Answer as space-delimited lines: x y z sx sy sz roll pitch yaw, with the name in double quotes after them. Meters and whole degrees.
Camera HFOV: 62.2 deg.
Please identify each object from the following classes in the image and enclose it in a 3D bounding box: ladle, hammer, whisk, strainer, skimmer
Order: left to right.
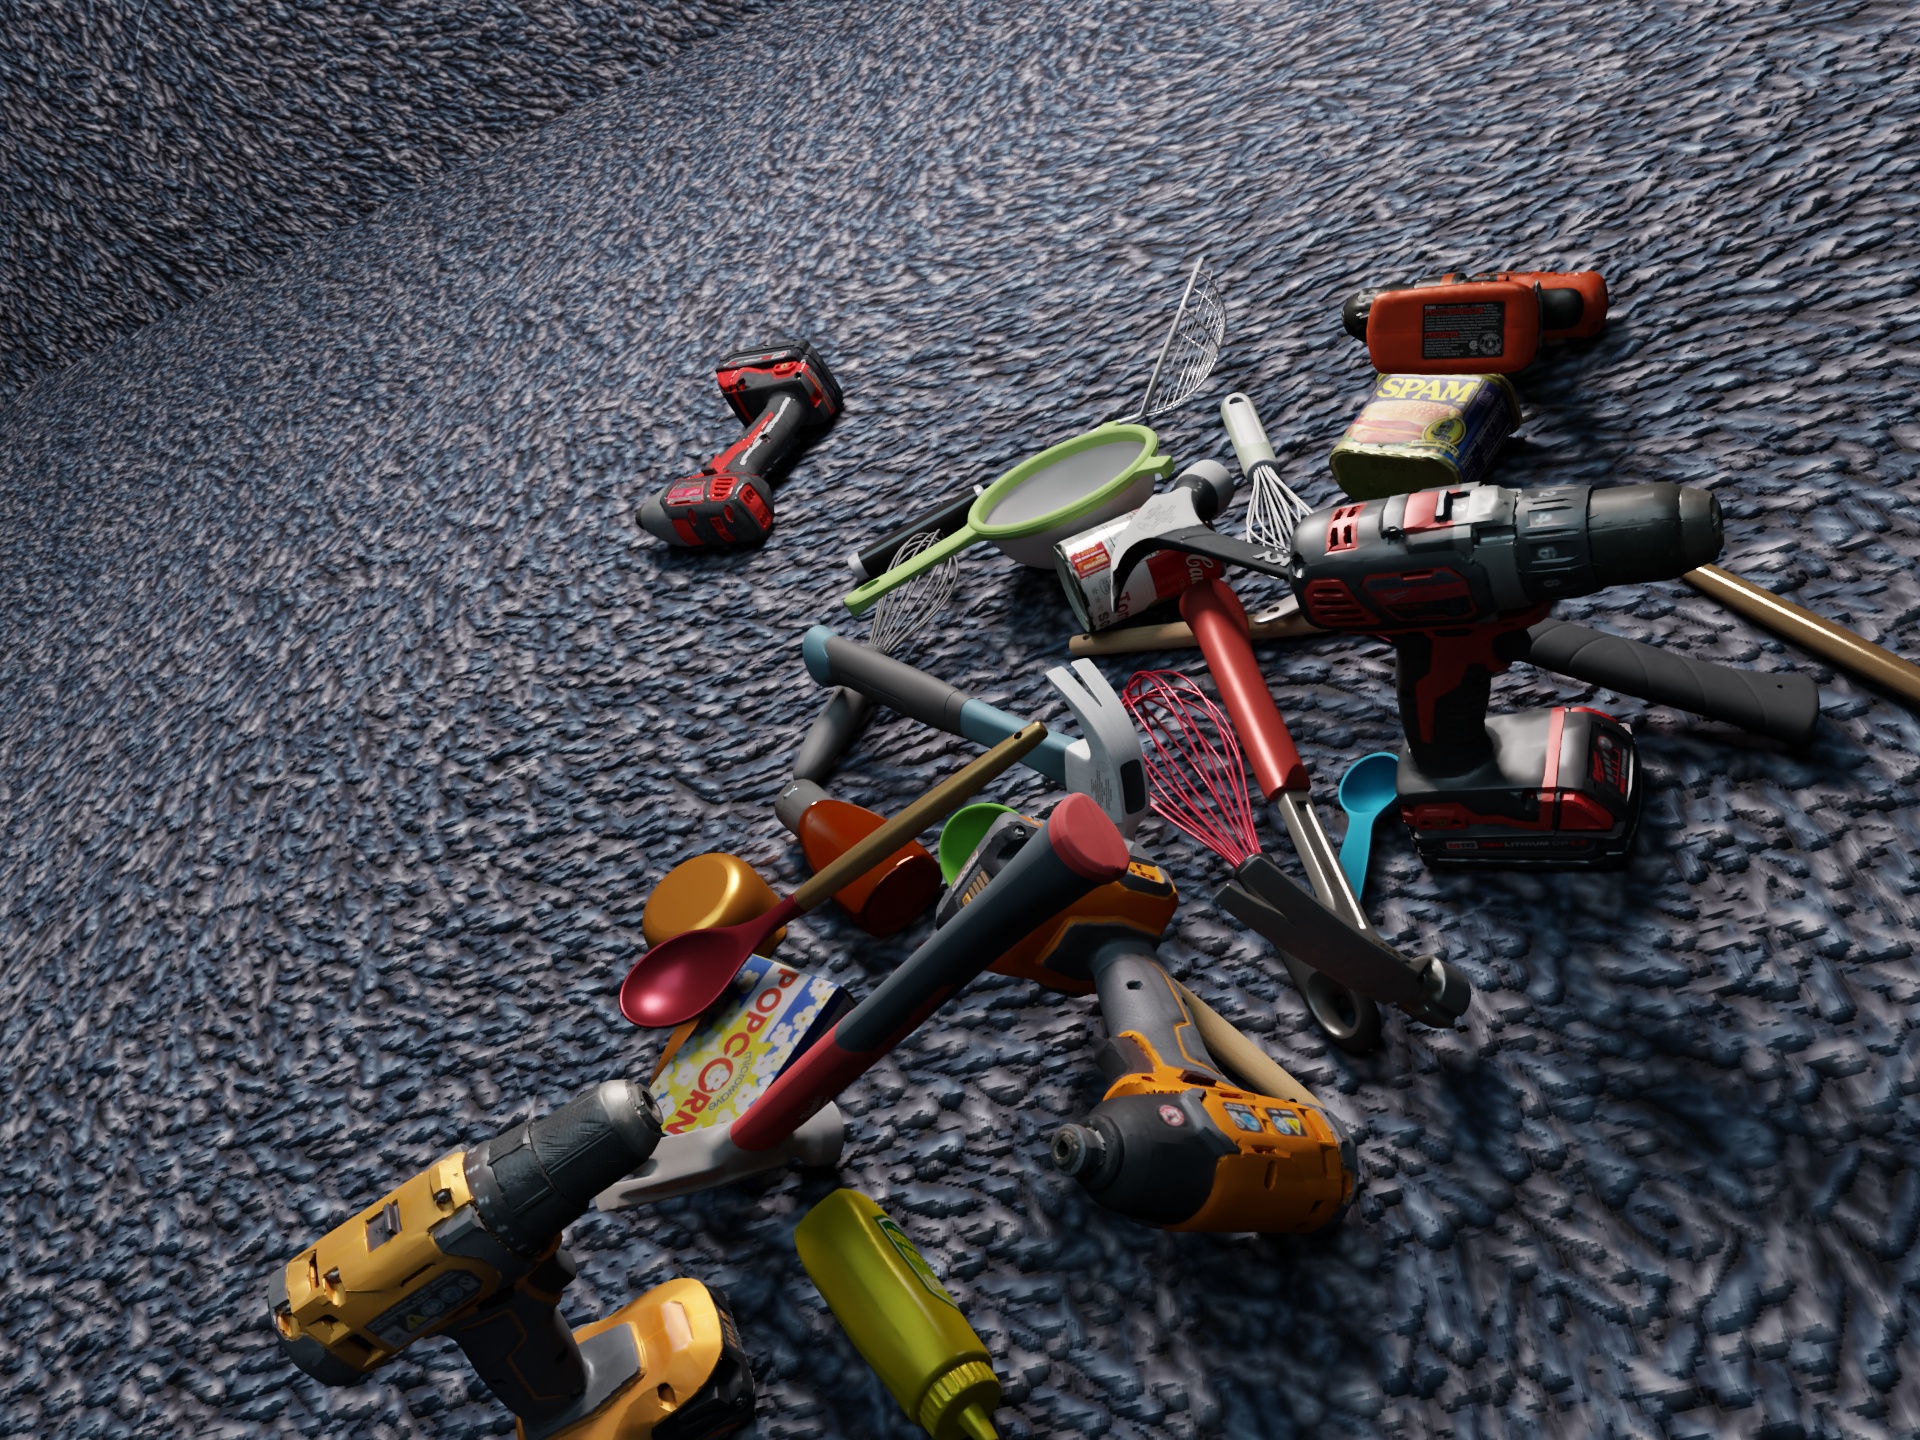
-0.077 0.093 0.957 0.315 0.031 0.069 -36 42 12 "ladle"
-0.051 0.143 0.737 0.386 0.143 0.038 -49 54 46 "hammer"
-0.064 -0.048 1.186 0.055 0.055 0.239 6 56 38 "whisk"
-0.002 -0.003 1.030 0.033 0.128 0.331 -19 28 -34 "hammer"
0.040 -0.126 1.167 0.256 0.069 0.152 -30 24 1 "strainer"
0.055 -0.236 1.269 0.363 0.090 0.127 -29 4 8 "skimmer"
0.157 0.071 0.898 0.073 0.073 0.296 -30 44 3 "whisk"
0.166 0.015 0.882 0.036 0.149 0.359 -48 26 23 "hammer"
0.216 -0.173 1.129 0.058 0.059 0.247 -12 36 6 "whisk"
0.271 -0.062 0.909 0.409 0.036 0.149 21 44 32 "hammer"
0.473 -0.027 0.791 0.078 0.062 0.320 -34 36 -3 "ladle"

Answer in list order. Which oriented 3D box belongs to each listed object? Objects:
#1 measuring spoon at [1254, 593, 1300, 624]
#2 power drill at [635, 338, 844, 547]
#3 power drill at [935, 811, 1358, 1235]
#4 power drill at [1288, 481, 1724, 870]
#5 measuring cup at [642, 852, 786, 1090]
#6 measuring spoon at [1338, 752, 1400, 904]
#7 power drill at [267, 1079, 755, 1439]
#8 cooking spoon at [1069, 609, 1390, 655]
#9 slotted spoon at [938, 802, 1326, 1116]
0.241 -0.095 1.031 0.124 0.018 0.034 -28 26 -13 "measuring spoon"
-0.209 -0.249 1.477 0.143 0.078 0.220 -1 50 34 "power drill"
0.074 0.146 0.766 0.084 0.164 0.227 -57 41 23 "power drill"
0.279 -0.025 0.778 0.188 0.226 0.080 -4 46 31 "power drill"
-0.177 0.160 1.026 0.095 0.052 0.174 -8 42 28 "measuring cup"
0.224 0.077 0.881 0.042 0.021 0.129 -9 51 45 "measuring spoon"
-0.184 0.276 0.765 0.185 0.226 0.084 -34 38 -2 "power drill"
0.216 -0.063 1.031 0.319 0.017 0.069 -5 42 30 "cooking spoon"
0.088 0.134 0.893 0.314 0.031 0.070 35 107 46 "slotted spoon"
